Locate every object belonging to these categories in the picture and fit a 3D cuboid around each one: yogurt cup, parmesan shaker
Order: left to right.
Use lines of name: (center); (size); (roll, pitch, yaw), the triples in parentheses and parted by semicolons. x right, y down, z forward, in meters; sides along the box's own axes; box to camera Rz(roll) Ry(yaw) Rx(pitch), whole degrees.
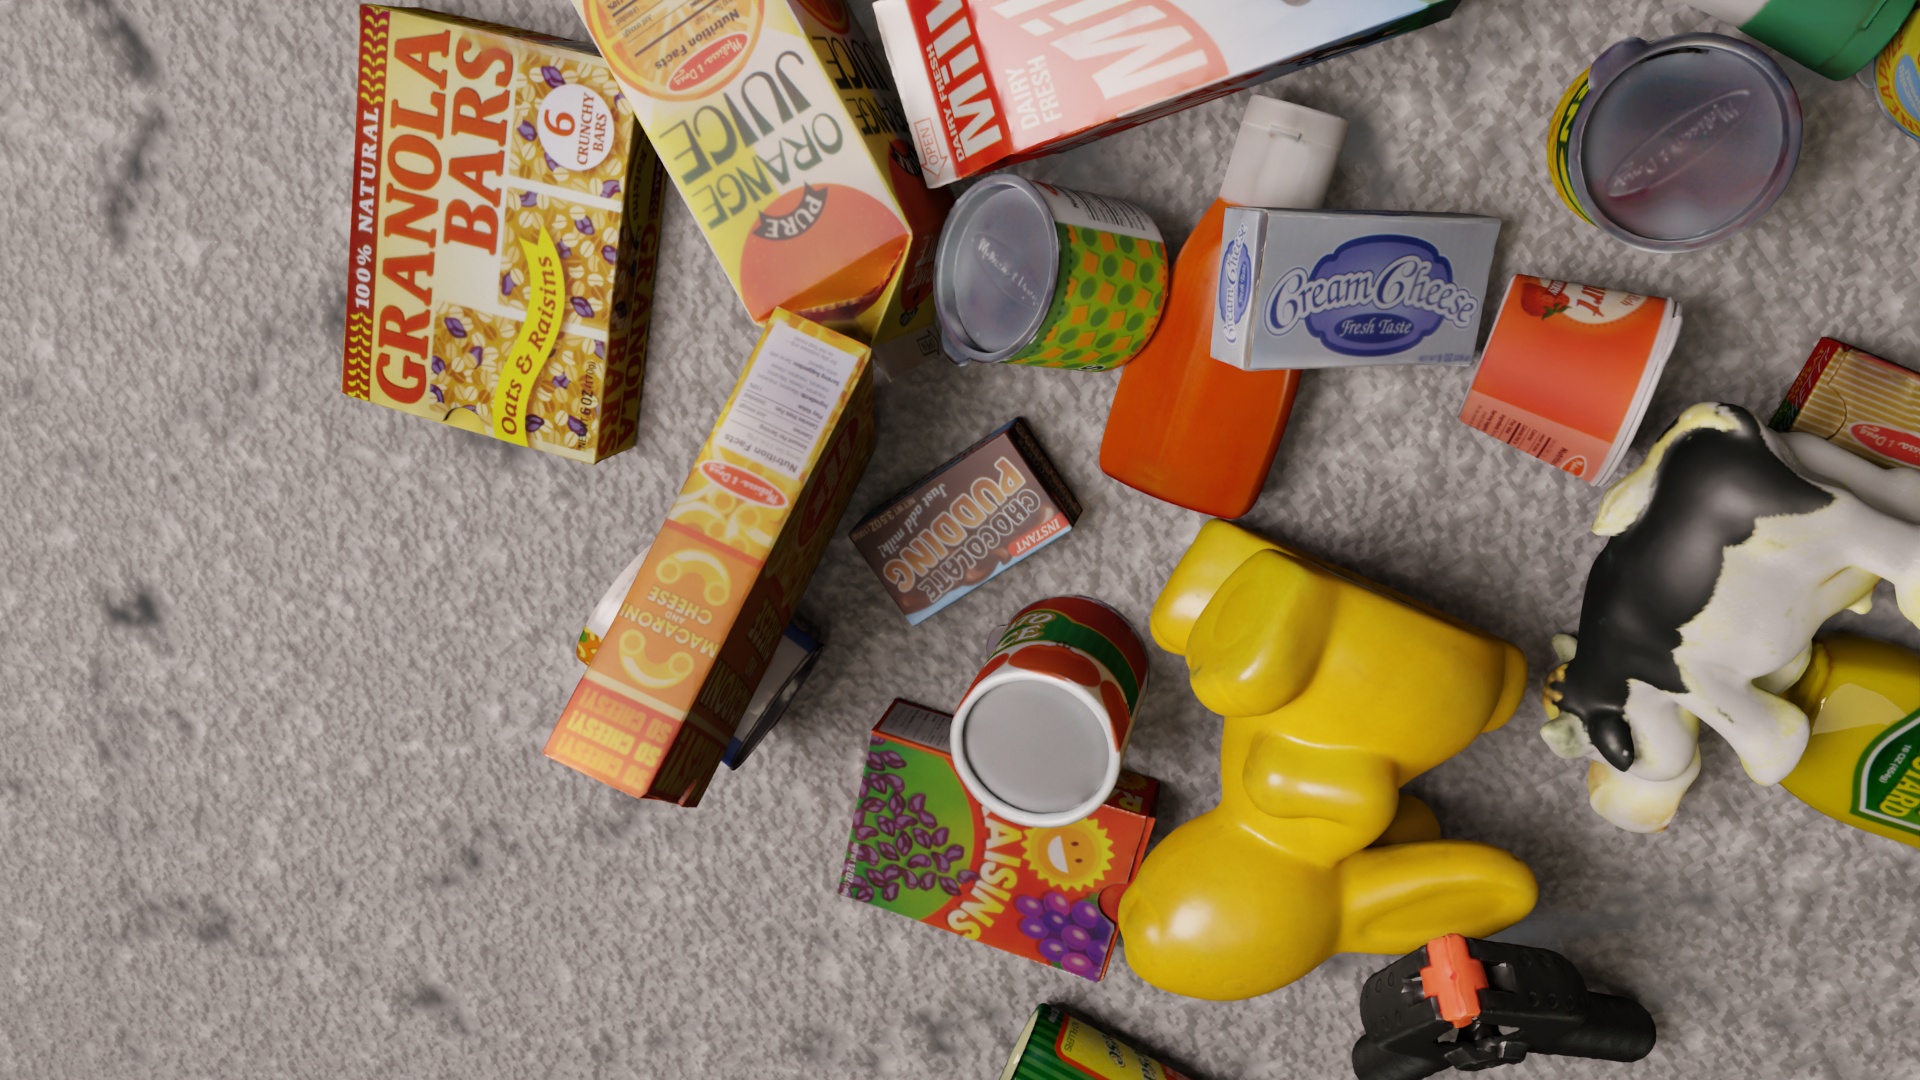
parmesan shaker: (0.067, 0.257, 0.611); (0.103, 0.071, 0.071); (26, 112, 6)
yogurt cup: (0.209, -0.059, 0.482); (0.054, 0.072, 0.072); (21, 111, 16)

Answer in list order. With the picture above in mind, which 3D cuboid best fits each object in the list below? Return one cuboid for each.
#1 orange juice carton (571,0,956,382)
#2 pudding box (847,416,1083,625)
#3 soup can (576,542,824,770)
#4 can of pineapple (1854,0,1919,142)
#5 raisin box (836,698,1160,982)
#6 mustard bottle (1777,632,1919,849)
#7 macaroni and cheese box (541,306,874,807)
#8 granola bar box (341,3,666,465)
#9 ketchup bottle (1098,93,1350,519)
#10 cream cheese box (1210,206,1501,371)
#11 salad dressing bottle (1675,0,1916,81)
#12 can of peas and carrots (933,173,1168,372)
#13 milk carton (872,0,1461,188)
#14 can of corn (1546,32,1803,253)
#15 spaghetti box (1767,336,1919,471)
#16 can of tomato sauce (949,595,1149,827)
orange juice carton: (-0.062, -0.149, 0.520); (0.073, 0.072, 0.192); (-26, 98, 21)
pudding box: (0.002, -0.007, 0.569); (0.083, 0.030, 0.049); (-32, 98, 21)
soup can: (-0.112, 0.049, 0.599); (0.084, 0.071, 0.071); (35, 112, 3)
can of pineapple: (0.324, -0.151, 0.425); (0.071, 0.058, 0.070); (4, 108, 14)
raisin box: (0.016, 0.129, 0.603); (0.123, 0.040, 0.085); (16, 109, 9)
mustard bottle: (0.370, 0.086, 0.490); (0.160, 0.049, 0.065); (21, 114, 8)
macaroni and cheese box: (-0.083, 0.014, 0.508); (0.040, 0.123, 0.167); (24, 77, 3)
granola bar box: (-0.191, -0.126, 0.579); (0.124, 0.039, 0.165); (15, 110, 10)
ketchup bottle: (0.101, -0.086, 0.512); (0.065, 0.044, 0.148); (21, 111, 15)
cream cheese box: (0.137, -0.087, 0.481); (0.104, 0.024, 0.053); (-4, 109, -24)
salad dressing bottle: (0.228, -0.198, 0.445); (0.148, 0.044, 0.064); (30, 110, 3)
can of peas and carrots: (0.032, -0.093, 0.506); (0.071, 0.059, 0.071); (1, 91, 50)
milk carton: (0.065, -0.183, 0.475); (0.190, 0.074, 0.072); (-14, 100, 19)
can of corn: (0.229, -0.133, 0.456); (0.071, 0.058, 0.071); (4, 108, 14)
spaghetti box: (0.401, 0.003, 0.467); (0.250, 0.029, 0.050); (24, 111, 7)
can of tomato sauce: (0.036, 0.065, 0.554); (0.071, 0.083, 0.071); (4, 108, 14)
